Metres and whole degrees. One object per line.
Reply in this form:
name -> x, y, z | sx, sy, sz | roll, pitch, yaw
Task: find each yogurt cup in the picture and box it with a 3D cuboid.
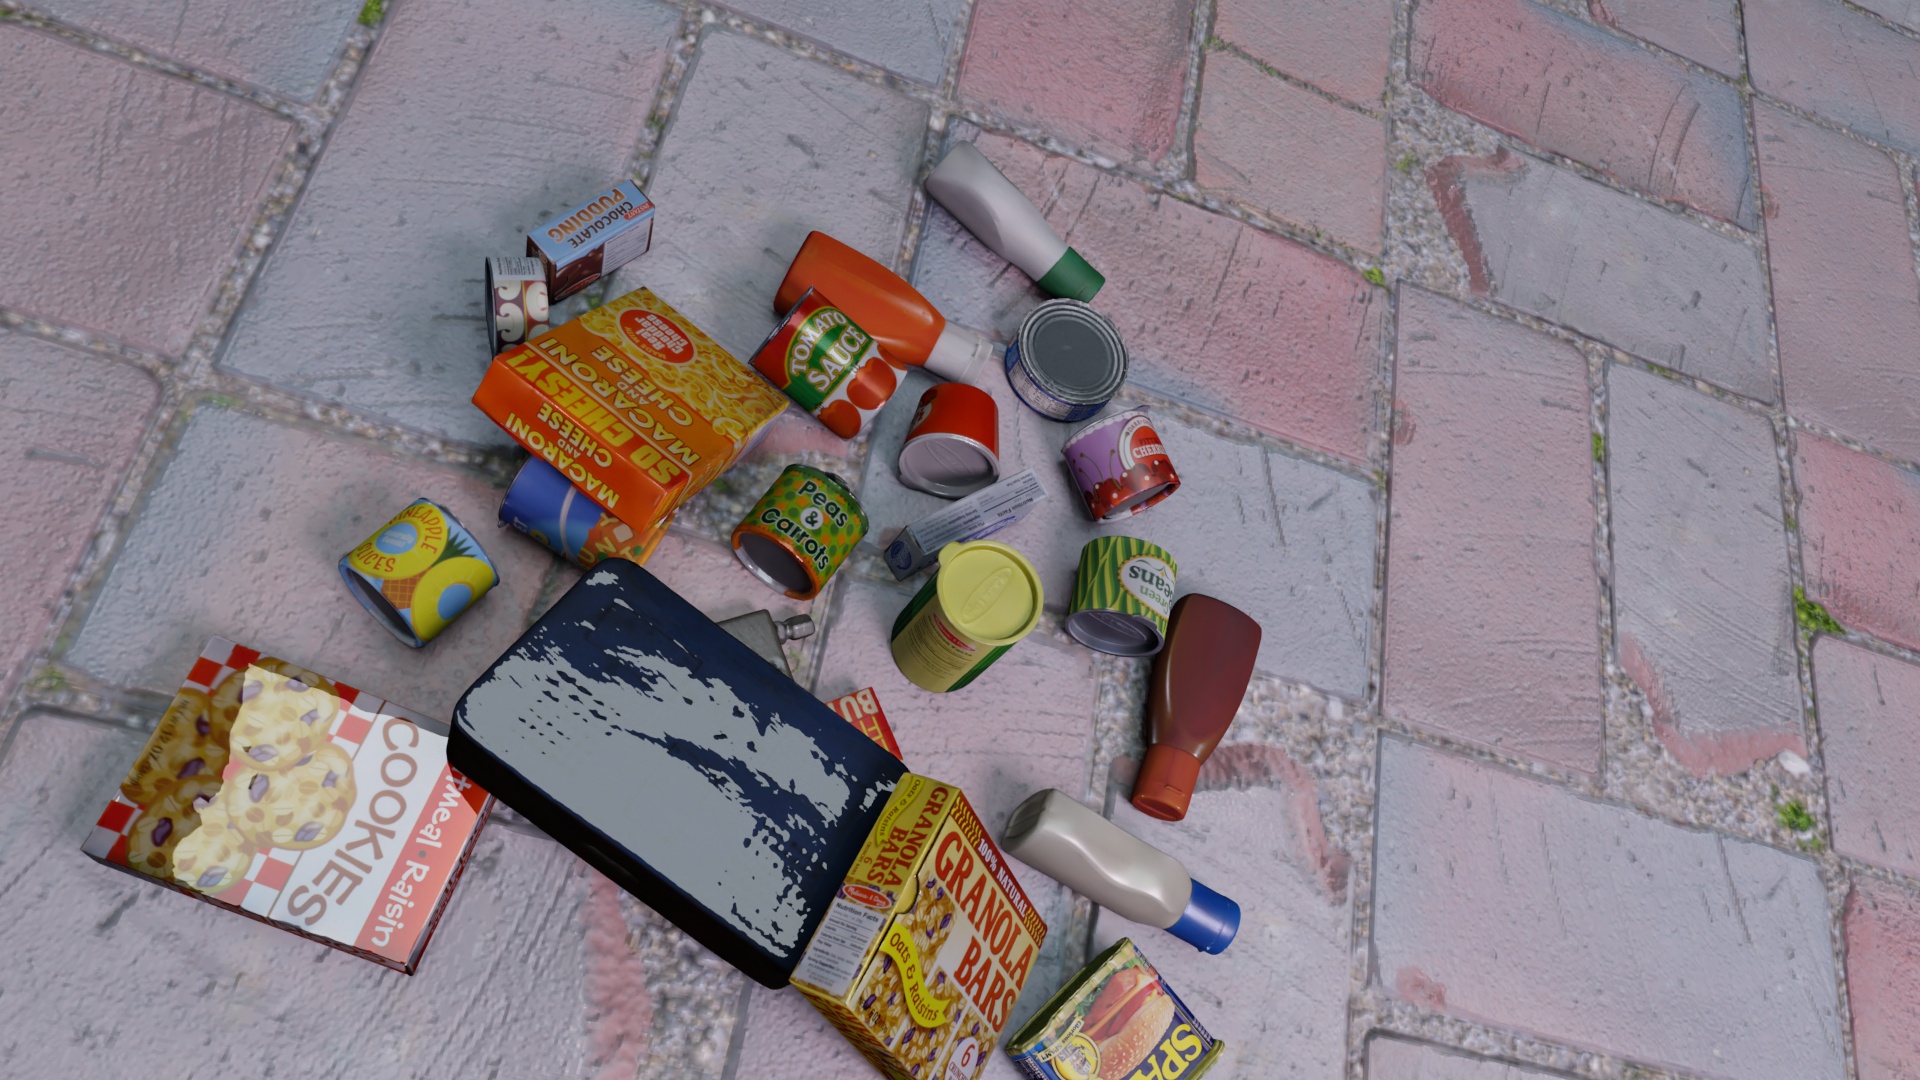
yogurt cup -> -0.004, -0.069, 0.929 | 0.072, 0.072, 0.054 | 17, 55, -12

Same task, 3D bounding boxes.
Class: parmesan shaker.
parmesan shaker -> 0.000, 0.047, 0.857 | 0.071, 0.102, 0.071 | 8, 66, -17

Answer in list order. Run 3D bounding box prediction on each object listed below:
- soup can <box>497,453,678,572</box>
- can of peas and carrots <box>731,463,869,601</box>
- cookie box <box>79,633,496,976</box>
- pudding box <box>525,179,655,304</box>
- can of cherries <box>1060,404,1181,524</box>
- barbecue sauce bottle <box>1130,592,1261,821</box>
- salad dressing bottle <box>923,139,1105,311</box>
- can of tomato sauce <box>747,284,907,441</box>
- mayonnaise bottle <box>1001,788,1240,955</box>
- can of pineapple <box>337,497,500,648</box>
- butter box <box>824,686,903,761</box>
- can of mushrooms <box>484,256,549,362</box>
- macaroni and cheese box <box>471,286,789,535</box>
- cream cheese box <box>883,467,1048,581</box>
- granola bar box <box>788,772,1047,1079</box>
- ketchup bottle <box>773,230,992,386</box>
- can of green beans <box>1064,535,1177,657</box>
soup can -> -0.222, -0.016, 0.829 | 0.084, 0.071, 0.072 | 33, 61, -4
can of peas and carrots -> -0.099, -0.005, 0.863 | 0.071, 0.070, 0.059 | 37, 61, -2
cookie box -> -0.341, 0.139, 0.732 | 0.167, 0.040, 0.123 | 23, 62, -8
pudding box -> -0.241, -0.195, 0.907 | 0.084, 0.049, 0.030 | -39, 83, -29
can of cherries -> 0.112, -0.052, 0.958 | 0.072, 0.071, 0.058 | -17, 75, -25
barbecue sauce bottle -> 0.151, 0.111, 0.918 | 0.065, 0.043, 0.149 | 27, 62, -7
salad dressing bottle -> 0.041, -0.227, 1.018 | 0.147, 0.064, 0.044 | 42, 79, -8
can of tomato sauce -> -0.086, -0.115, 0.908 | 0.083, 0.071, 0.071 | 40, 60, -13
mayonnaise bottle -> 0.101, 0.204, 0.850 | 0.148, 0.064, 0.041 | 30, 57, -10
can of pineapple -> -0.305, 0.017, 0.781 | 0.071, 0.070, 0.058 | 43, 61, 2
butter box -> -0.091, 0.130, 0.834 | 0.104, 0.024, 0.053 | -20, 76, -25
can of mushrooms -> -0.276, -0.141, 0.864 | 0.033, 0.070, 0.071 | -5, 70, -22
macaroni and cheese box -> -0.192, -0.082, 0.837 | 0.124, 0.040, 0.167 | 38, 30, 0
cream cheese box -> 0.003, -0.011, 0.912 | 0.104, 0.053, 0.024 | -26, 80, -27
granola bar box -> -0.015, 0.222, 0.750 | 0.039, 0.164, 0.125 | 10, 55, 32
ketchup bottle -> -0.051, -0.154, 0.960 | 0.149, 0.043, 0.065 | 27, 68, -7
can of green beans -> 0.107, 0.037, 0.921 | 0.071, 0.071, 0.058 | 21, 62, -10
